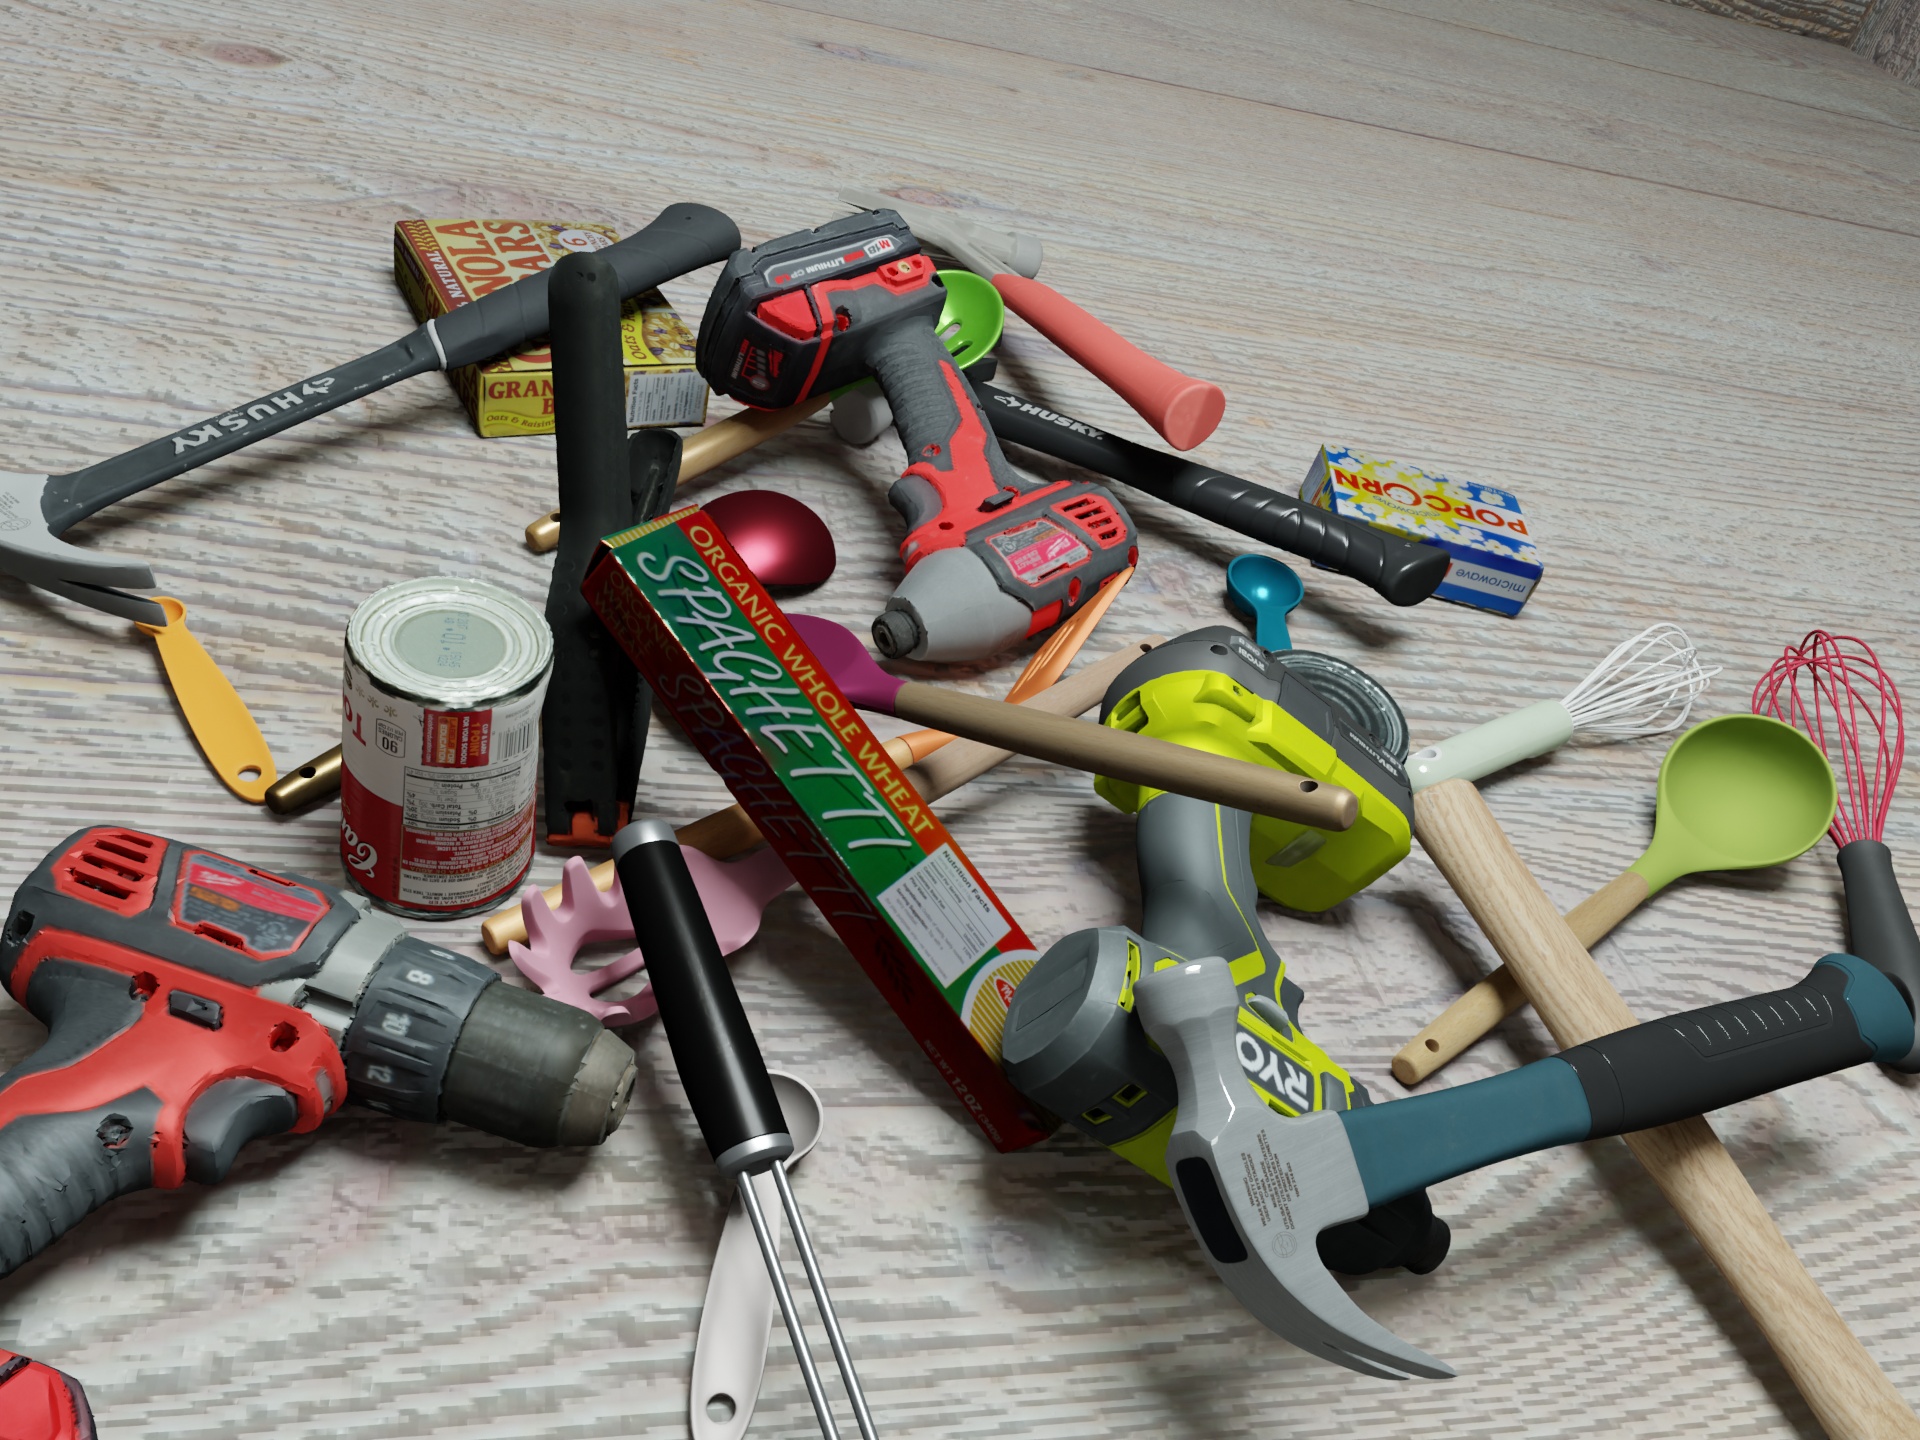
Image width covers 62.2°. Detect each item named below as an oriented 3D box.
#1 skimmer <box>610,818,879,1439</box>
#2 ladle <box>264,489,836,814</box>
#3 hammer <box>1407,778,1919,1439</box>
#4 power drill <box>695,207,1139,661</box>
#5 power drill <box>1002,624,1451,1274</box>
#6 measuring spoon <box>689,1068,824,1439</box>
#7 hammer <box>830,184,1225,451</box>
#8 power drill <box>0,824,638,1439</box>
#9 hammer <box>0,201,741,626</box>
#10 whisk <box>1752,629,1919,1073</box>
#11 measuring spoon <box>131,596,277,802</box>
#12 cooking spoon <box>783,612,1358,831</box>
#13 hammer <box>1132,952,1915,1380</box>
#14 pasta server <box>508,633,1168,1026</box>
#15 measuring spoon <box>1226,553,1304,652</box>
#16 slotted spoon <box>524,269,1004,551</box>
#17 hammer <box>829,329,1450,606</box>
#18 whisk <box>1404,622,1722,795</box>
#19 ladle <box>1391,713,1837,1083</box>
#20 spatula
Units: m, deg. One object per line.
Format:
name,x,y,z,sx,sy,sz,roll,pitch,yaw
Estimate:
skimmer,-0.028,0.155,0.416,0.127,0.090,0.364,-8,53,-27
ladle,-0.158,-0.038,0.681,0.069,0.031,0.315,37,43,15
hammer,0.258,0.155,0.579,0.130,0.031,0.332,-7,51,-25
power drill,-0.027,-0.128,0.762,0.143,0.078,0.220,-29,77,-31
power drill,0.109,0.082,0.583,0.171,0.080,0.223,35,38,-16
measuring spoon,-0.066,0.163,0.483,0.034,0.018,0.124,13,45,-7
hammer,0.044,-0.244,0.940,0.149,0.036,0.359,6,28,-28
power drill,-0.205,0.129,0.419,0.188,0.080,0.227,19,35,0
hammer,-0.255,-0.166,0.737,0.149,0.036,0.409,33,48,23
whisk,0.442,0.054,0.785,0.073,0.073,0.296,19,43,1
measuring spoon,-0.287,-0.007,0.605,0.021,0.011,0.117,-22,56,-34
cooking spoon,-0.001,-0.002,0.594,0.319,0.017,0.069,14,41,37
hammer,0.208,0.121,0.525,0.331,0.033,0.128,-5,72,-30
pasta server,-0.027,0.028,0.607,0.316,0.040,0.060,-29,67,-32
measuring spoon,0.157,-0.035,0.815,0.042,0.021,0.129,10,48,-7
slotted spoon,-0.092,-0.160,0.815,0.070,0.031,0.314,41,54,19
hammer,0.105,-0.140,0.876,0.335,0.035,0.146,24,38,18
whisk,0.305,0.000,0.808,0.246,0.059,0.058,-17,13,-32
ladle,0.289,0.075,0.698,0.320,0.062,0.078,-23,58,-37
spatula,-0.047,0.014,0.642,0.322,0.081,0.041,-24,79,-35
